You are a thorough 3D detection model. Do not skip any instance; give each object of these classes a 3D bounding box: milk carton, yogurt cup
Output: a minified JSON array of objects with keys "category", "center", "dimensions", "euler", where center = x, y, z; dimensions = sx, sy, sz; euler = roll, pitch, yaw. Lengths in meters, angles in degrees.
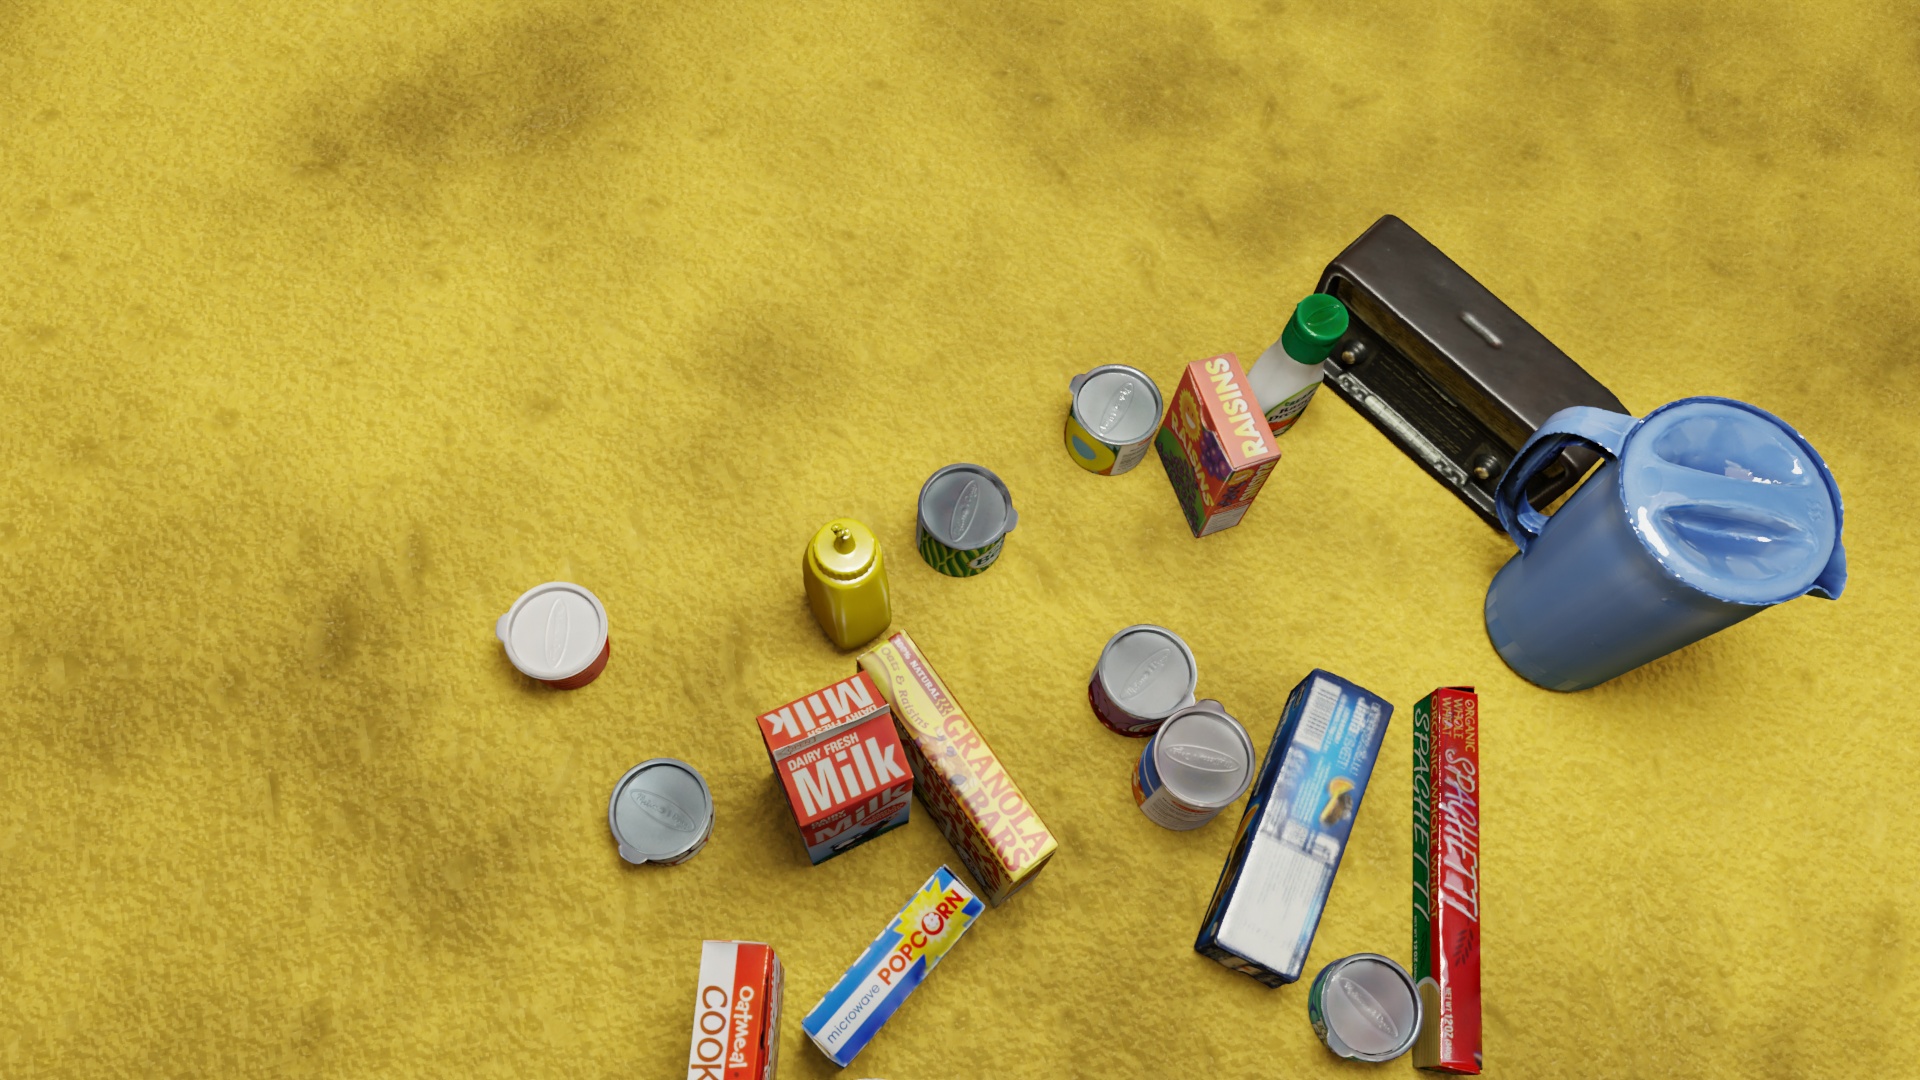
[{"category":"milk carton","center":[-0.076,0.138,0.851],"dimensions":[0.072,0.189,0.073],"euler":[-22,71,-12]},{"category":"yogurt cup","center":[-0.269,0.068,0.940],"dimensions":[0.072,0.053,0.072],"euler":[1,68,-3]}]

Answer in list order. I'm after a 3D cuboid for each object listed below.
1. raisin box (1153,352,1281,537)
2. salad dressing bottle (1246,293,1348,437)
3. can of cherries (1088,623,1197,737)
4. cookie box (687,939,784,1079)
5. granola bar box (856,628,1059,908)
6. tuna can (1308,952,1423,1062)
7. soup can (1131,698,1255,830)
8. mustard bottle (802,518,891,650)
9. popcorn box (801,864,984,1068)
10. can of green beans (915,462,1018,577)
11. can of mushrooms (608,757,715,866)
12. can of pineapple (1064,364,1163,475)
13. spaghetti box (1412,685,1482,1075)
[{"category":"raisin box","center":[0.180,-0.066,0.990],"dimensions":[0.040,0.123,0.086],"euler":[-16,70,-10]},{"category":"salad dressing bottle","center":[0.240,-0.125,1.006],"dimensions":[0.064,0.147,0.044],"euler":[-27,72,-14]},{"category":"can of cherries","center":[0.125,0.100,0.953],"dimensions":[0.071,0.058,0.072],"euler":[1,68,-3]},{"category":"cookie box","center":[-0.126,0.300,0.793],"dimensions":[0.040,0.166,0.123],"euler":[3,68,-3]},{"category":"granola bar box","center":[-0.006,0.148,0.888],"dimensions":[0.039,0.123,0.166],"euler":[-32,73,-15]},{"category":"tuna can","center":[0.258,0.302,0.892],"dimensions":[0.071,0.032,0.071],"euler":[1,68,-4]},{"category":"soup can","center":[0.153,0.150,0.920],"dimensions":[0.071,0.083,0.071],"euler":[1,68,-3]},{"category":"mustard bottle","center":[-0.075,0.022,0.915],"dimensions":[0.049,0.159,0.065],"euler":[-29,73,-14]},{"category":"popcorn box","center":[-0.042,0.265,0.858],"dimensions":[0.038,0.085,0.127],"euler":[41,71,12]},{"category":"can of green beans","center":[0.001,-0.014,0.991],"dimensions":[0.071,0.057,0.071],"euler":[1,68,-3]},{"category":"can of mushrooms","center":[-0.196,0.180,0.909],"dimensions":[0.071,0.033,0.071],"euler":[1,68,-3]},{"category":"can of pineapple","center":[0.111,-0.090,1.031],"dimensions":[0.071,0.057,0.071],"euler":[1,68,-3]},{"category":"spaghetti box","center":[0.322,0.220,0.921],"dimensions":[0.029,0.050,0.251],"euler":[8,67,-1]}]
